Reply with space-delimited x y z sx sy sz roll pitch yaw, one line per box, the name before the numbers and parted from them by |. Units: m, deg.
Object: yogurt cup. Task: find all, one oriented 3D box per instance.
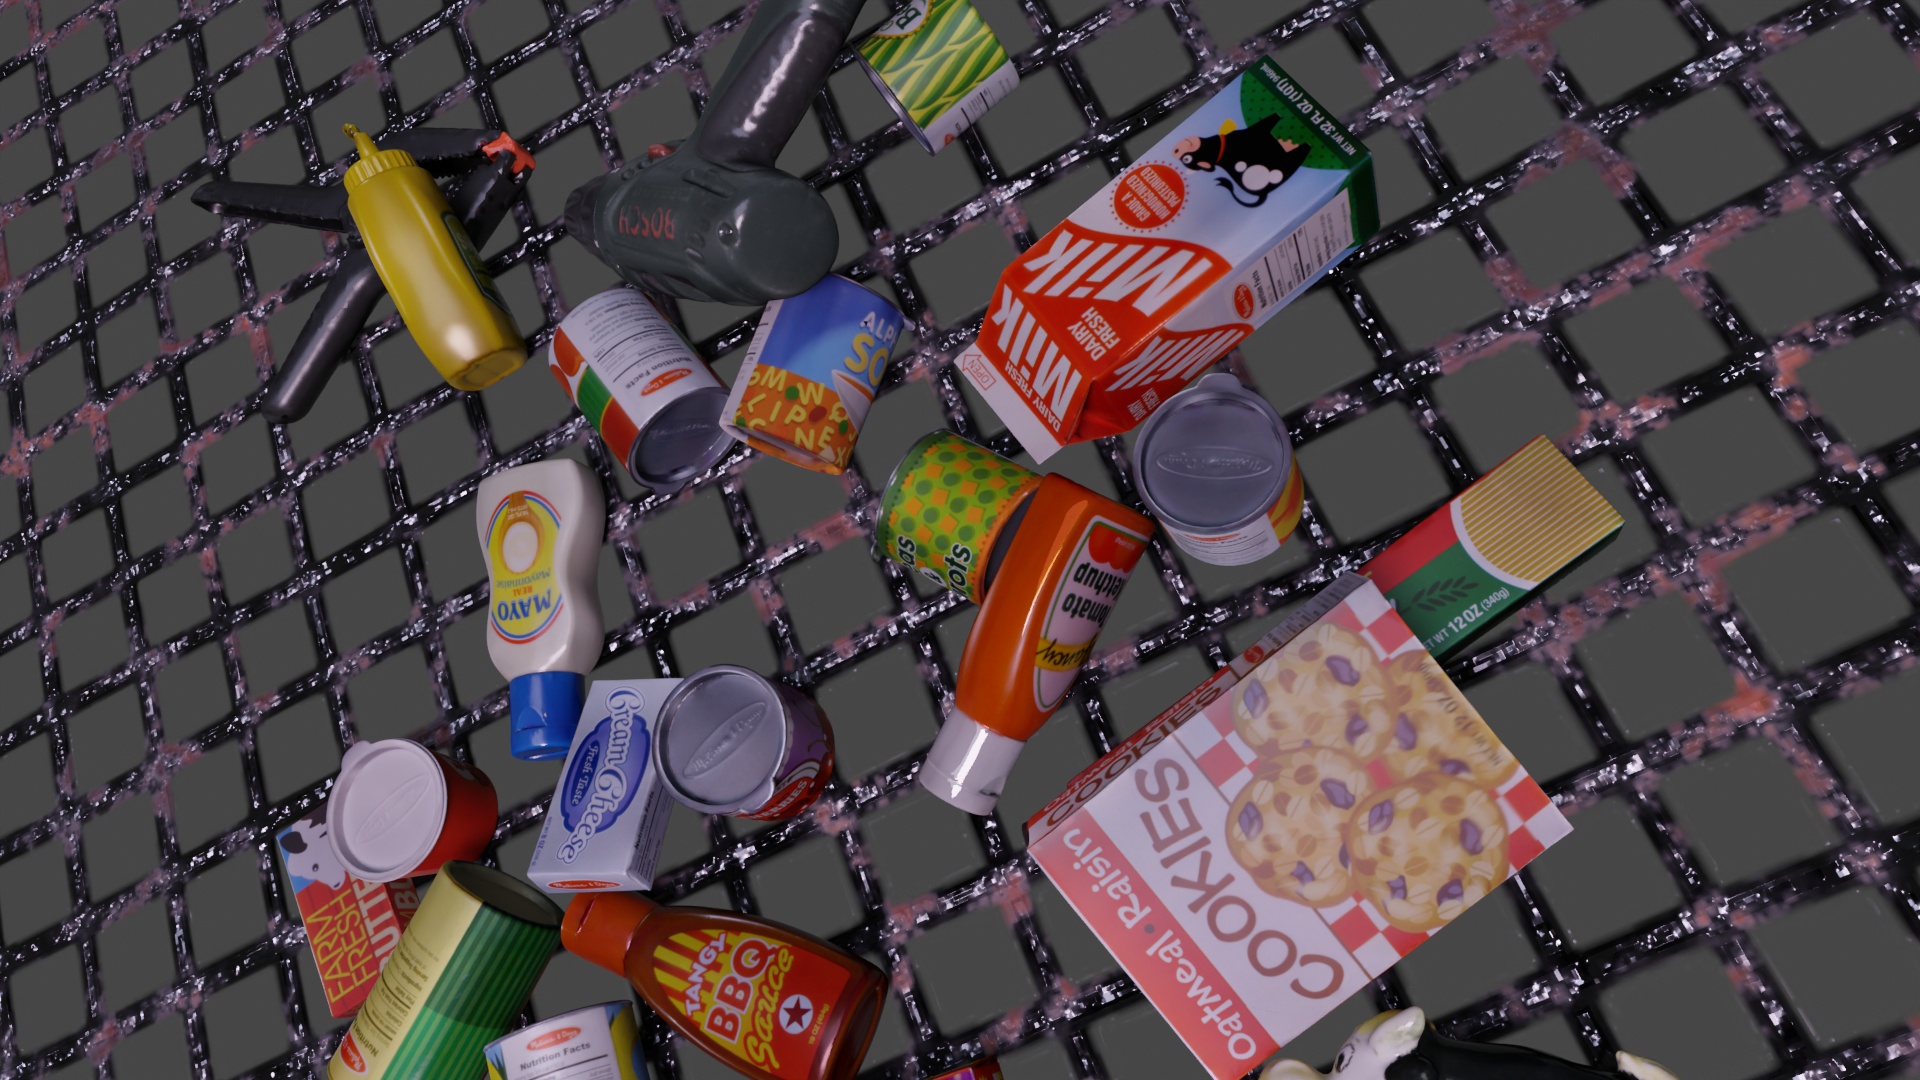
yogurt cup | -0.267 0.135 0.686 0.072 0.054 0.072 -5 73 18

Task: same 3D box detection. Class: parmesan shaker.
parmesan shaker | -0.234 0.211 0.645 0.071 0.071 0.103 26 84 24

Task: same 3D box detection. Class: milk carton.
milk carton | 0.089 -0.118 0.627 0.190 0.073 0.072 -39 66 5

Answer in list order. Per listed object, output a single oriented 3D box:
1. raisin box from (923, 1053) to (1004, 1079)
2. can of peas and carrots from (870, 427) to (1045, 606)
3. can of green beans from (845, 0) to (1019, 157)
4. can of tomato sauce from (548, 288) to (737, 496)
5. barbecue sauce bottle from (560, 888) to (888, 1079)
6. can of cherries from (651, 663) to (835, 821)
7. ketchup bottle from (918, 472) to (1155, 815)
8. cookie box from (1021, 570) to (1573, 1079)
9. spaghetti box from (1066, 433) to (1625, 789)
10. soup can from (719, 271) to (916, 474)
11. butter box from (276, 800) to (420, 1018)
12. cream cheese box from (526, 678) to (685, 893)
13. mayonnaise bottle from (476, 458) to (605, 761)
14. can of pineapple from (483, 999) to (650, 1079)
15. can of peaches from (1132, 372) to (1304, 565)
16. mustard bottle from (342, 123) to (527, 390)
raisin box | -0.008 0.285 0.562 0.086 0.040 0.123 -24 70 12
can of peas and carrots | 0.002 -0.008 0.628 0.059 0.071 0.071 27 85 23
can of green beans | -0.012 -0.238 0.700 0.058 0.071 0.071 -38 66 5
can of tomato sauce | -0.160 -0.076 0.706 0.071 0.071 0.083 -44 66 3
barbecue sauce bottle | -0.109 0.194 0.620 0.148 0.043 0.065 16 72 23
can of cherries | -0.097 0.096 0.636 0.071 0.058 0.071 -5 73 17
ketchup bottle | 0.030 0.046 0.608 0.043 0.064 0.148 29 94 38
cookie box | 0.127 0.112 0.542 0.167 0.040 0.123 -39 91 5
spaghetti box | 0.156 0.052 0.578 0.250 0.028 0.050 -37 67 5
soup can | -0.069 -0.081 0.675 0.071 0.071 0.084 18 82 23
butter box | -0.304 0.181 0.701 0.053 0.024 0.104 -34 66 8
cream cheese box | -0.160 0.114 0.652 0.053 0.024 0.104 -4 50 17
mayonnaise bottle | -0.210 0.035 0.702 0.065 0.041 0.148 -13 70 13
can of pineapple | -0.171 0.244 0.616 0.071 0.071 0.058 -25 69 11
can of peaches | 0.113 -0.029 0.601 0.071 0.058 0.071 -6 73 18
mustard bottle | -0.293 -0.160 0.753 0.049 0.065 0.160 -29 89 -2
